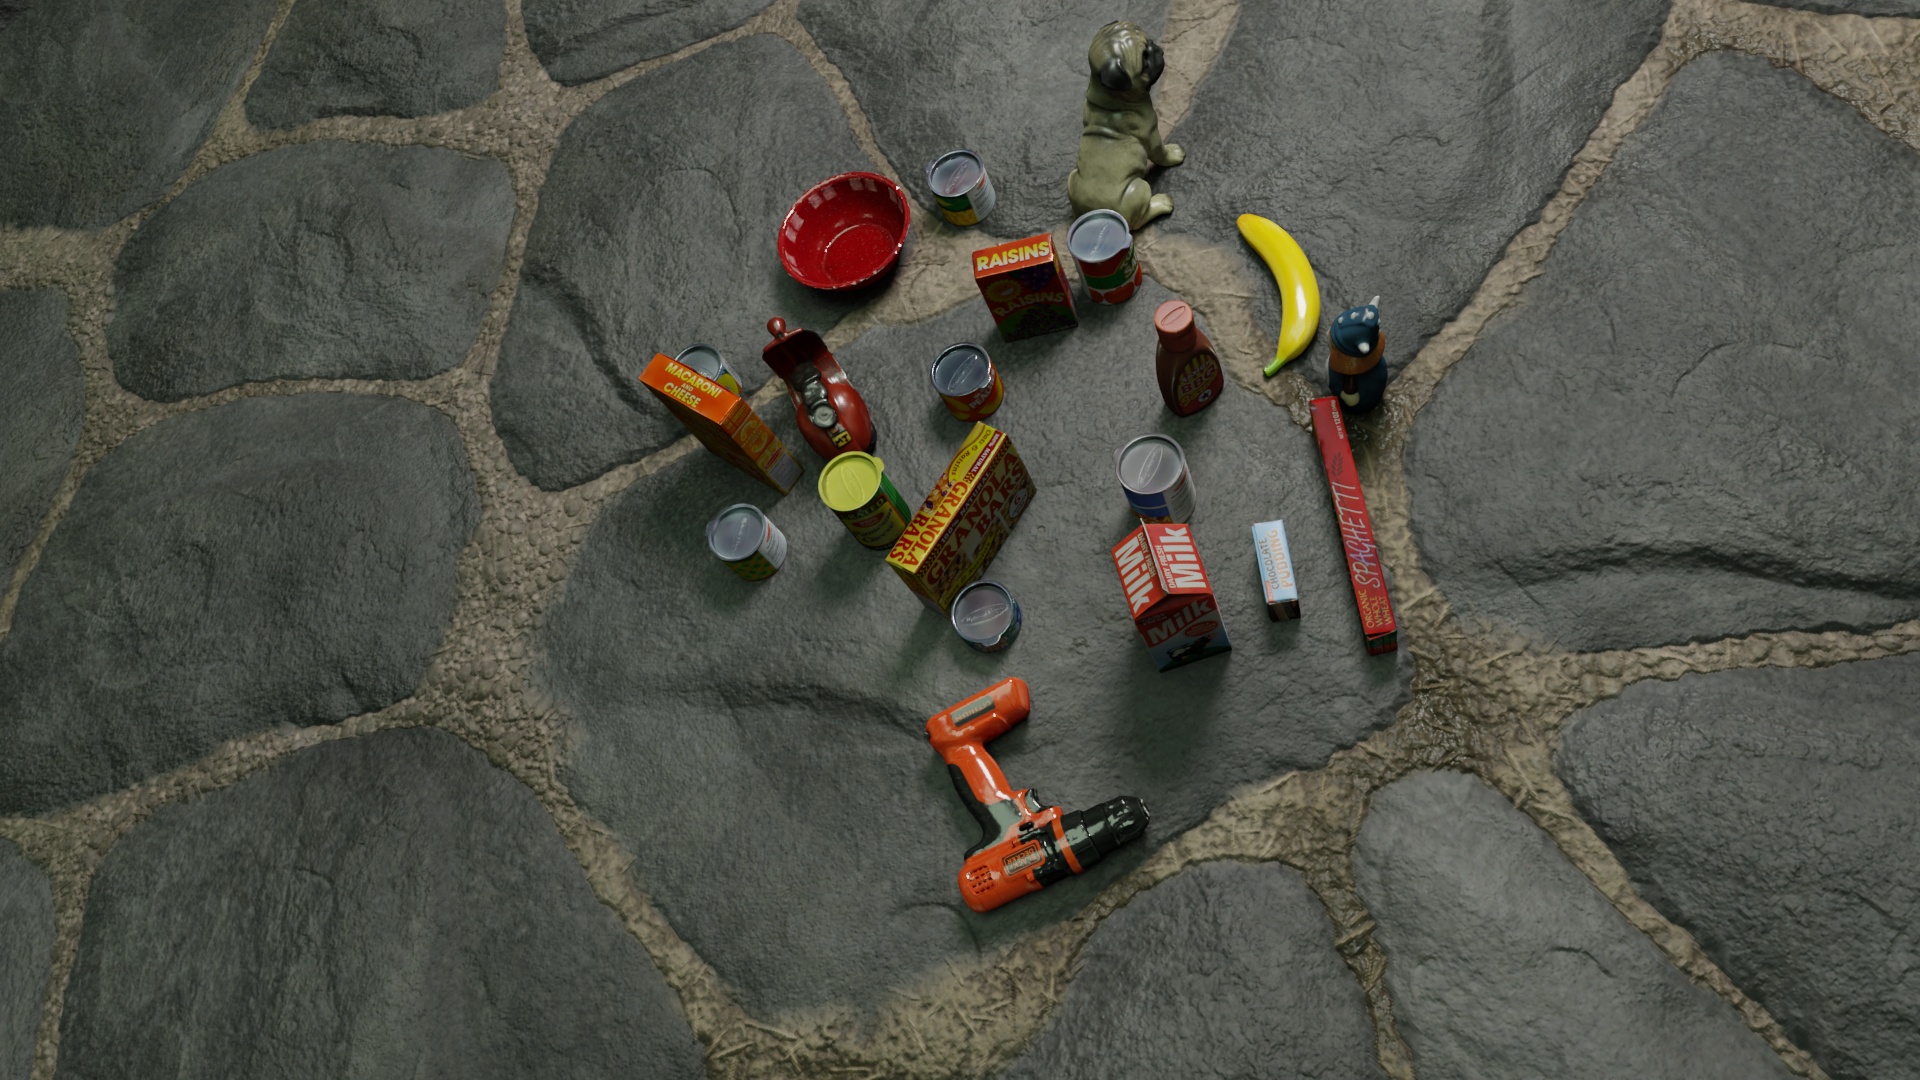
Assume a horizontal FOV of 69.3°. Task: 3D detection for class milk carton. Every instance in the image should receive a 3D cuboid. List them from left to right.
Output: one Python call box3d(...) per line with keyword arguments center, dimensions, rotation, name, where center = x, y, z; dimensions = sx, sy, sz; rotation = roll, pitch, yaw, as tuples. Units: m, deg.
box3d(center=(0.187, 0.048, 1.238), dimensions=(0.073, 0.190, 0.072), rotation=(-20, 61, 9), name="milk carton")

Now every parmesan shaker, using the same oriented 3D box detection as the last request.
box3d(center=(-0.093, -0.040, 1.421), dimensions=(0.071, 0.102, 0.071), rotation=(-7, 64, 15), name="parmesan shaker")

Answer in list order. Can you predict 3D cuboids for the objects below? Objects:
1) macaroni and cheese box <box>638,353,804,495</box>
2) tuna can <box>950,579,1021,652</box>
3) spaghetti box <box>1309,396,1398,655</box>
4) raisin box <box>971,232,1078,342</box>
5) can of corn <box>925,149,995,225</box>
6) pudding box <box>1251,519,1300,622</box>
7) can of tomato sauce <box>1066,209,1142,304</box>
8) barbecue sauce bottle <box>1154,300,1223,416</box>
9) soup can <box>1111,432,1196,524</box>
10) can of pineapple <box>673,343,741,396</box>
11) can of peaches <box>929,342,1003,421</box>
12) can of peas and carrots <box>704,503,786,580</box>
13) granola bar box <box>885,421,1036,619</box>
box3d(center=(-0.251, -0.123, 1.476), dimensions=(0.124, 0.166, 0.040), rotation=(29, 78, 27), name="macaroni and cheese box")
box3d(center=(0.026, 0.077, 1.367), dimensions=(0.071, 0.032, 0.071), rotation=(-7, 64, 15), name="tuna can")
box3d(center=(0.364, -0.016, 1.292), dimensions=(0.028, 0.050, 0.251), rotation=(-13, 62, 12), name="spaghetti box")
box3d(center=(0.070, -0.265, 1.465), dimensions=(0.086, 0.123, 0.040), rotation=(-11, 63, 13), name="raisin box")
box3d(center=(0.000, -0.404, 1.591), dimensions=(0.071, 0.058, 0.071), rotation=(-7, 64, 15), name="can of corn")
box3d(center=(0.294, 0.028, 1.294), dimensions=(0.030, 0.049, 0.084), rotation=(-11, 63, 13), name="pudding box")
box3d(center=(0.156, -0.300, 1.476), dimensions=(0.071, 0.083, 0.071), rotation=(-7, 64, 15), name="can of tomato sauce")
box3d(center=(0.219, -0.180, 1.361), dimensions=(0.065, 0.148, 0.044), rotation=(-38, 60, -1), name="barbecue sauce bottle")
box3d(center=(0.188, -0.058, 1.350), dimensions=(0.071, 0.083, 0.071), rotation=(-7, 64, 15), name="soup can")
box3d(center=(-0.291, -0.180, 1.579), dimensions=(0.071, 0.057, 0.071), rotation=(-7, 64, 15), name="can of pineapple")
box3d(center=(0.009, -0.166, 1.475), dimensions=(0.071, 0.058, 0.071), rotation=(-7, 64, 15), name="can of peaches")
box3d(center=(-0.227, 0.002, 1.470), dimensions=(0.071, 0.058, 0.071), rotation=(-7, 64, 15), name="can of peas and carrots")
box3d(center=(0.005, -0.017, 1.366), dimensions=(0.039, 0.124, 0.166), rotation=(27, 76, 27), name="granola bar box")
